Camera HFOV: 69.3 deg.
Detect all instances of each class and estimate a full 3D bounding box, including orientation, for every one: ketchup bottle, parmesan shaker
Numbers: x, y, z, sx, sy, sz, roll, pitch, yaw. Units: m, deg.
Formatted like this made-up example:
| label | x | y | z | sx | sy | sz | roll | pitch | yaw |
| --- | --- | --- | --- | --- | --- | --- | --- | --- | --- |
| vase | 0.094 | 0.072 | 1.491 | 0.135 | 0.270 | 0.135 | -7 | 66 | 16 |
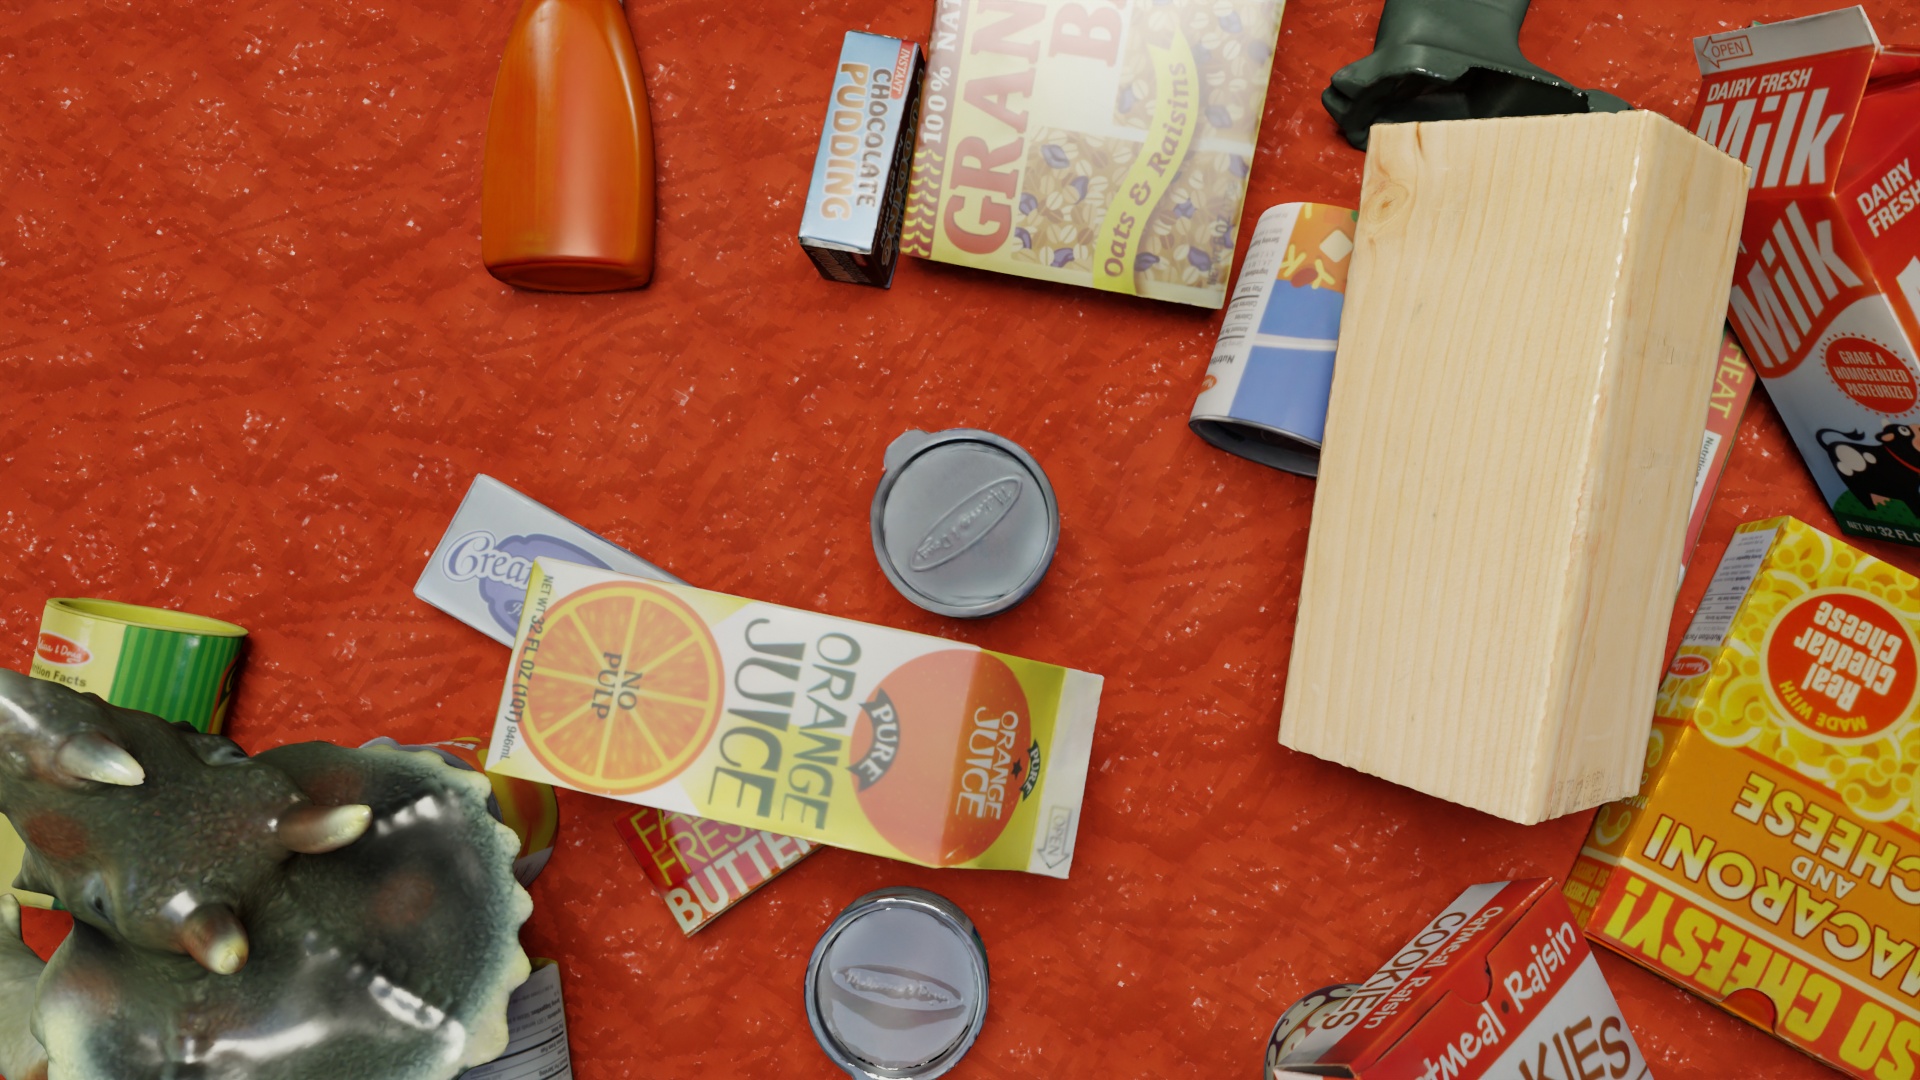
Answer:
| label | x | y | z | sx | sy | sz | roll | pitch | yaw |
| --- | --- | --- | --- | --- | --- | --- | --- | --- | --- |
| ketchup bottle | -0.151 | -0.174 | 0.540 | 0.065 | 0.043 | 0.149 | 0 | 85 | 2 |
| parmesan shaker | -0.314 | 0.077 | 0.515 | 0.071 | 0.071 | 0.103 | 11 | 86 | 4 |

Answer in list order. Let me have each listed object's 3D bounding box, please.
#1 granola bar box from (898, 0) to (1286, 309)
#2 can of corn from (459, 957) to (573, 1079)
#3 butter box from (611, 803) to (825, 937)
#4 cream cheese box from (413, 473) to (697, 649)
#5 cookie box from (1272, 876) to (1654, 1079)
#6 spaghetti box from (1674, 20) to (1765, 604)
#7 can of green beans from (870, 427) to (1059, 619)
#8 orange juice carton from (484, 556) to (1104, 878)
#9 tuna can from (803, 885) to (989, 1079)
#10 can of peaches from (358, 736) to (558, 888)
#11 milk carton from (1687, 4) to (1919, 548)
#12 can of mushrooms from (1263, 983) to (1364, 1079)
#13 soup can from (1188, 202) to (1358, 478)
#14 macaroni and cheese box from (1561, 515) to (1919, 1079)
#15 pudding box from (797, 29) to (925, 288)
| label | x | y | z | sx | sy | sz | roll | pitch | yaw |
| --- | --- | --- | --- | --- | --- | --- | --- | --- | --- |
| granola bar box | 0.051 | -0.178 | 0.509 | 0.124 | 0.039 | 0.165 | 10 | 104 | 3 |
| can of corn | -0.176 | 0.187 | 0.498 | 0.071 | 0.071 | 0.058 | -10 | 84 | 2 |
| butter box | -0.073 | 0.098 | 0.521 | 0.103 | 0.024 | 0.053 | -33 | 83 | -1 |
| cream cheese box | -0.150 | 0.022 | 0.531 | 0.104 | 0.024 | 0.053 | 28 | 86 | 5 |
| cookie box | 0.187 | 0.214 | 0.453 | 0.123 | 0.040 | 0.167 | -24 | 88 | -36 |
| spaghetti box | 0.269 | -0.069 | 0.518 | 0.050 | 0.028 | 0.250 | 22 | 86 | 4 |
| can of green beans | 0.003 | -0.004 | 0.510 | 0.071 | 0.058 | 0.071 | 0 | 85 | 3 |
| orange juice carton | -0.051 | 0.061 | 0.474 | 0.193 | 0.073 | 0.072 | 11 | 84 | 3 |
| tuna can | -0.023 | 0.164 | 0.508 | 0.071 | 0.033 | 0.071 | 0 | 85 | 3 |
| can of peaches | -0.190 | 0.104 | 0.509 | 0.071 | 0.058 | 0.071 | 0 | 85 | 4 |
| milk carton | 0.310 | -0.090 | 0.464 | 0.073 | 0.072 | 0.190 | -39 | 106 | -4 |
| can of mushrooms | 0.143 | 0.198 | 0.497 | 0.071 | 0.033 | 0.071 | 0 | 85 | 2 |
| soup can | 0.130 | -0.070 | 0.506 | 0.071 | 0.071 | 0.084 | 19 | 86 | 4 |
| macaroni and cheese box | 0.307 | 0.093 | 0.495 | 0.124 | 0.040 | 0.166 | 27 | 86 | 6 |
| pudding box | -0.035 | -0.143 | 0.528 | 0.030 | 0.049 | 0.083 | 12 | 85 | 6 |
